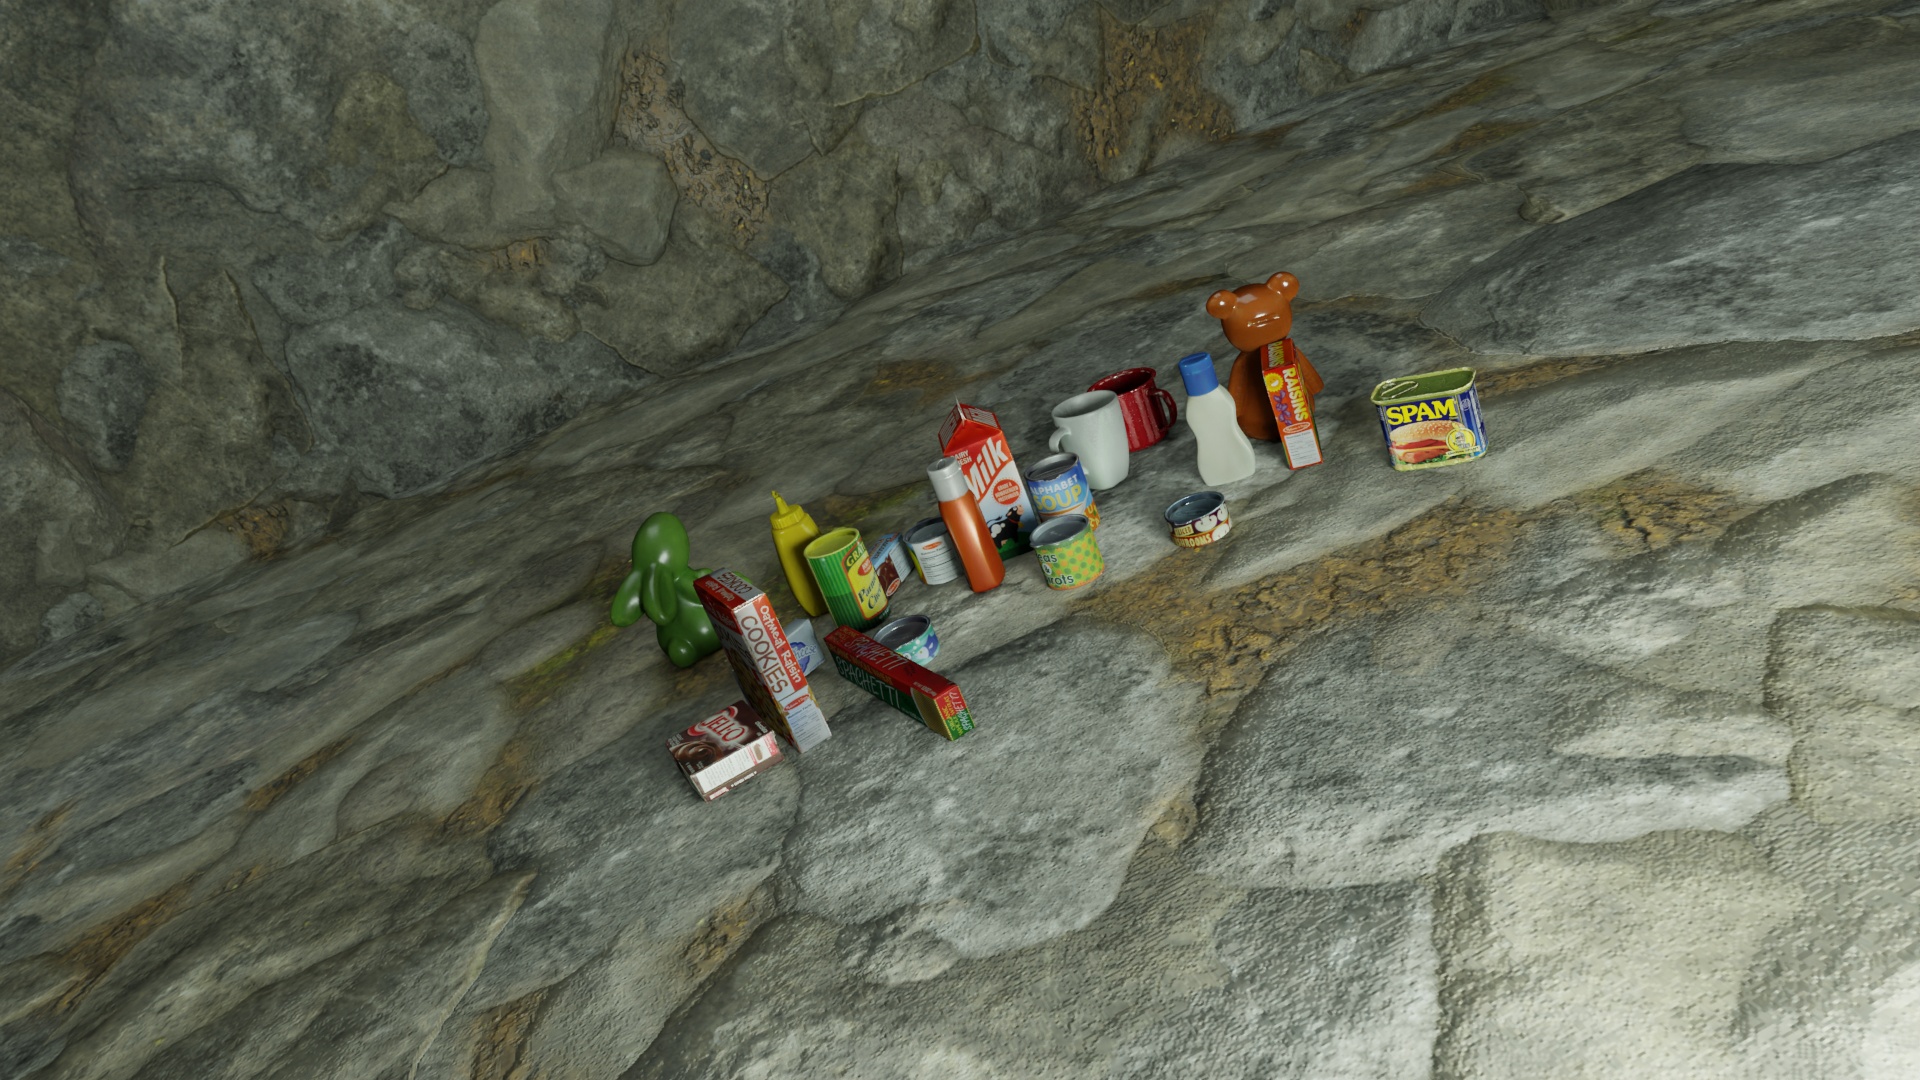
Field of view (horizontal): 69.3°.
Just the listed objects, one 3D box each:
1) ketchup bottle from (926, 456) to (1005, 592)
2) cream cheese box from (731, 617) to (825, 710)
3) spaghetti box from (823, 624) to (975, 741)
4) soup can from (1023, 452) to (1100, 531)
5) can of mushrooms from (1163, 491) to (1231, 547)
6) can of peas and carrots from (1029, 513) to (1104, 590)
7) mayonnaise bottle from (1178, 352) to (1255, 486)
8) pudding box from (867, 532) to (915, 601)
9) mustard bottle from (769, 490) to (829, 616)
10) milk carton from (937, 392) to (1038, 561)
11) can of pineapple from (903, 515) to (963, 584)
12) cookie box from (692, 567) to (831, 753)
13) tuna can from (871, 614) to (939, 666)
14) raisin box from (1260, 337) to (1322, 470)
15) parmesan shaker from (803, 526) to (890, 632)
[{"bbox_3d":[0.005,-0.019,1.528,0.043,0.148,0.065,-18,22,10],"label":"ketchup bottle"},{"bbox_3d":[-0.192,0.133,1.484,0.024,0.053,0.104,0,30,44],"label":"cream cheese box"},{"bbox_3d":[-0.066,0.136,1.364,0.029,0.050,0.250,-31,24,-22],"label":"spaghetti box"},{"bbox_3d":[0.116,-0.047,1.579,0.071,0.083,0.071,-19,22,8],"label":"soup can"},{"bbox_3d":[0.249,-0.021,1.463,0.071,0.033,0.071,-18,22,8],"label":"can of mushrooms"},{"bbox_3d":[0.112,0.014,1.474,0.071,0.058,0.071,-19,22,8],"label":"can of peas and carrots"},{"bbox_3d":[0.281,-0.136,1.547,0.064,0.147,0.041,-15,22,17],"label":"mayonnaise bottle"},{"bbox_3d":[-0.089,0.032,1.629,0.030,0.049,0.084,-9,25,29],"label":"pudding box"},{"bbox_3d":[-0.185,0.009,1.622,0.065,0.159,0.049,-25,22,-9],"label":"mustard bottle"},{"bbox_3d":[0.028,-0.075,1.581,0.073,0.190,0.072,-21,21,2],"label":"milk carton"},{"bbox_3d":[-0.026,0.010,1.611,0.071,0.057,0.071,-19,22,8],"label":"can of pineapple"},{"bbox_3d":[-0.199,0.117,1.374,0.040,0.167,0.123,-30,23,-20],"label":"cookie box"},{"bbox_3d":[-0.057,0.109,1.442,0.071,0.032,0.071,-18,22,8],"label":"tuna can"},{"bbox_3d":[0.367,-0.152,1.539,0.040,0.123,0.086,-15,23,18],"label":"raisin box"},{"bbox_3d":[-0.125,0.045,1.560,0.071,0.102,0.071,-19,22,8],"label":"parmesan shaker"}]
